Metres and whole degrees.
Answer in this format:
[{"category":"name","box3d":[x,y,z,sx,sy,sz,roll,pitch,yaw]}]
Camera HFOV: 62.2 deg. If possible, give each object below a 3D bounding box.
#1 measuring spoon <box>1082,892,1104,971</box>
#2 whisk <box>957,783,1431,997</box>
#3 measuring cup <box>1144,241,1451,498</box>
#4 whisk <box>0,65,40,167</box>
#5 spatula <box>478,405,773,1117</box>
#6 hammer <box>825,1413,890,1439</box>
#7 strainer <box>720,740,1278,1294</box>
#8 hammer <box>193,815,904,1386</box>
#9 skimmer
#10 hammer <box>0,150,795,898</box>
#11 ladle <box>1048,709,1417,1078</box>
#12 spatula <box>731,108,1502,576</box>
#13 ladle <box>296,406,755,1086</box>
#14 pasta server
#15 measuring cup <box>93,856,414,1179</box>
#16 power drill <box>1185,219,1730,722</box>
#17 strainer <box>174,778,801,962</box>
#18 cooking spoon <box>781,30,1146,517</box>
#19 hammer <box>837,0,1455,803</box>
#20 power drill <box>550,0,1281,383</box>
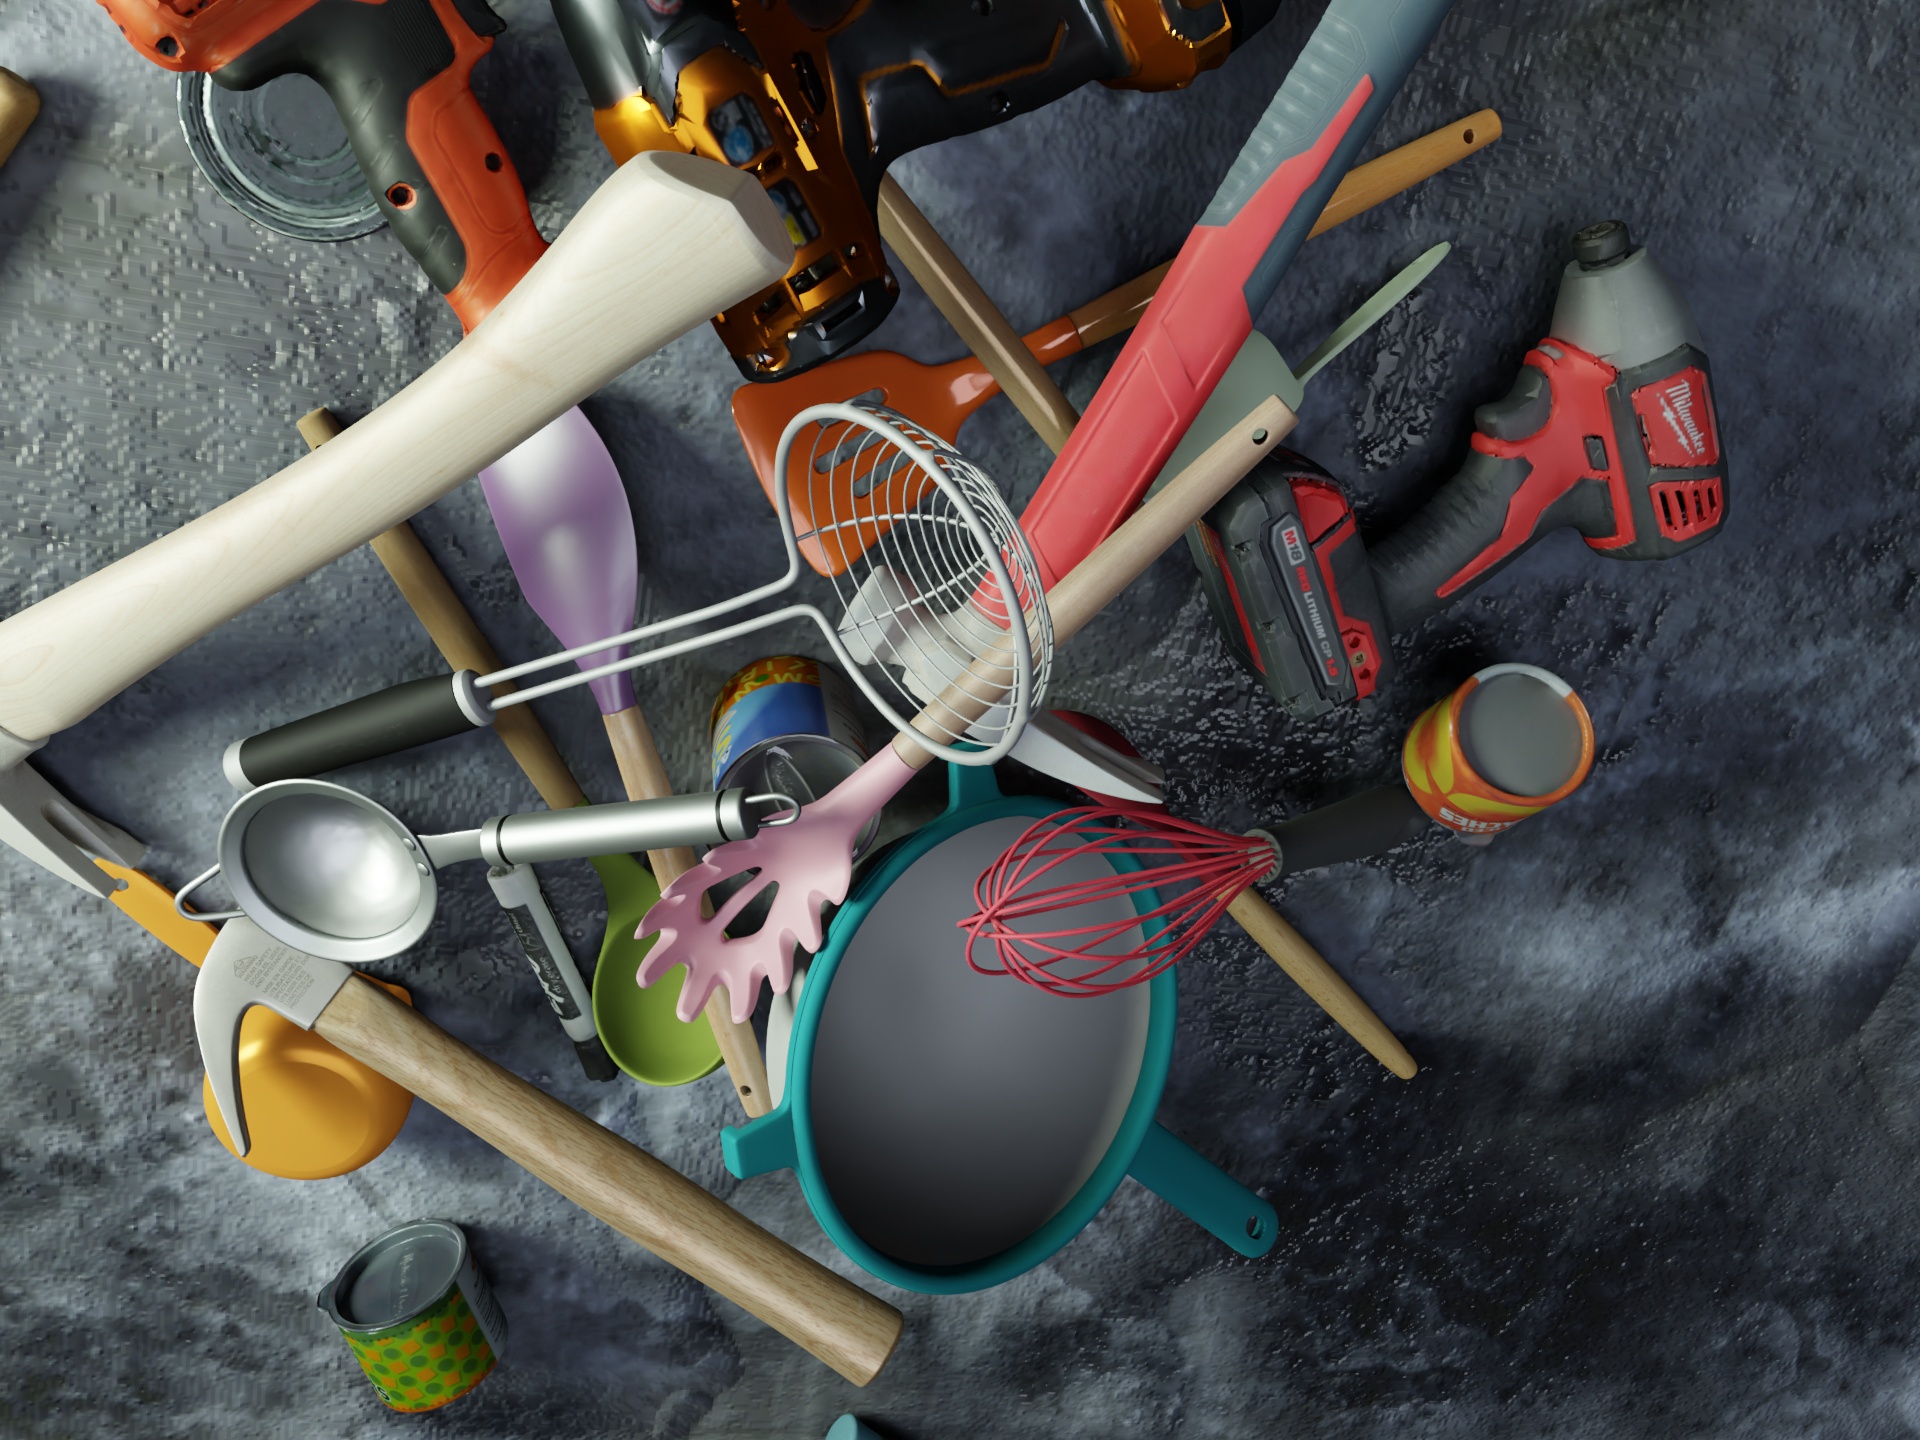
[{"category":"measuring spoon","box3d":[0.073,0.127,0.776,0.021,0.011,0.116,-13,120,-6]},{"category":"whisk","box3d":[0.113,0.059,0.662,0.295,0.073,0.073,-9,121,-42]},{"category":"measuring cup","box3d":[0.127,-0.152,0.632,0.167,0.083,0.038,-40,107,-8]},{"category":"whisk","box3d":[-0.395,-0.123,0.555,0.051,0.047,0.245,38,100,-22]},{"category":"spatula","box3d":[-0.127,0.019,0.641,0.060,0.018,0.315,-11,104,19]},{"category":"hammer","box3d":[0.047,0.485,0.921,0.330,0.033,0.128,39,103,-23]},{"category":"strainer","box3d":[0.030,0.166,0.735,0.340,0.095,0.211,42,70,-36]},{"category":"hammer","box3d":[-0.167,0.182,0.667,0.331,0.031,0.130,36,72,-8]},{"category":"skimmer","box3d":[-0.137,-0.012,0.560,0.363,0.090,0.127,-15,110,21]},{"category":"hammer","box3d":[-0.224,-0.061,0.548,0.410,0.038,0.146,-24,119,23]},{"category":"ladle","box3d":[0.135,0.089,0.748,0.031,0.069,0.315,-41,121,9]},{"category":"spatula","box3d":[0.068,-0.162,0.623,0.322,0.041,0.081,-27,104,1]},{"category":"ladle","box3d":[-0.179,0.020,0.654,0.078,0.062,0.320,-19,115,18]},{"category":"pasta server","box3d":[-0.001,-0.002,0.577,0.316,0.040,0.060,-42,105,16]},{"category":"measuring cup","box3d":[-0.307,0.128,0.677,0.095,0.052,0.173,-34,116,9]},{"category":"power drill","box3d":[0.207,-0.103,0.659,0.219,0.079,0.143,-25,117,-2]},{"category":"strainer","box3d":[-0.178,0.046,0.601,0.258,0.050,0.086,-7,120,17]},{"category":"cooking spoon","box3d":[-0.022,-0.183,0.583,0.069,0.017,0.318,-38,105,8]},{"category":"hammer","box3d":[0.105,-0.147,0.552,0.143,0.038,0.386,30,113,-6]},{"category":"power drill","box3d":[-0.018,-0.238,0.515,0.226,0.084,0.164,-38,120,-12]}]
